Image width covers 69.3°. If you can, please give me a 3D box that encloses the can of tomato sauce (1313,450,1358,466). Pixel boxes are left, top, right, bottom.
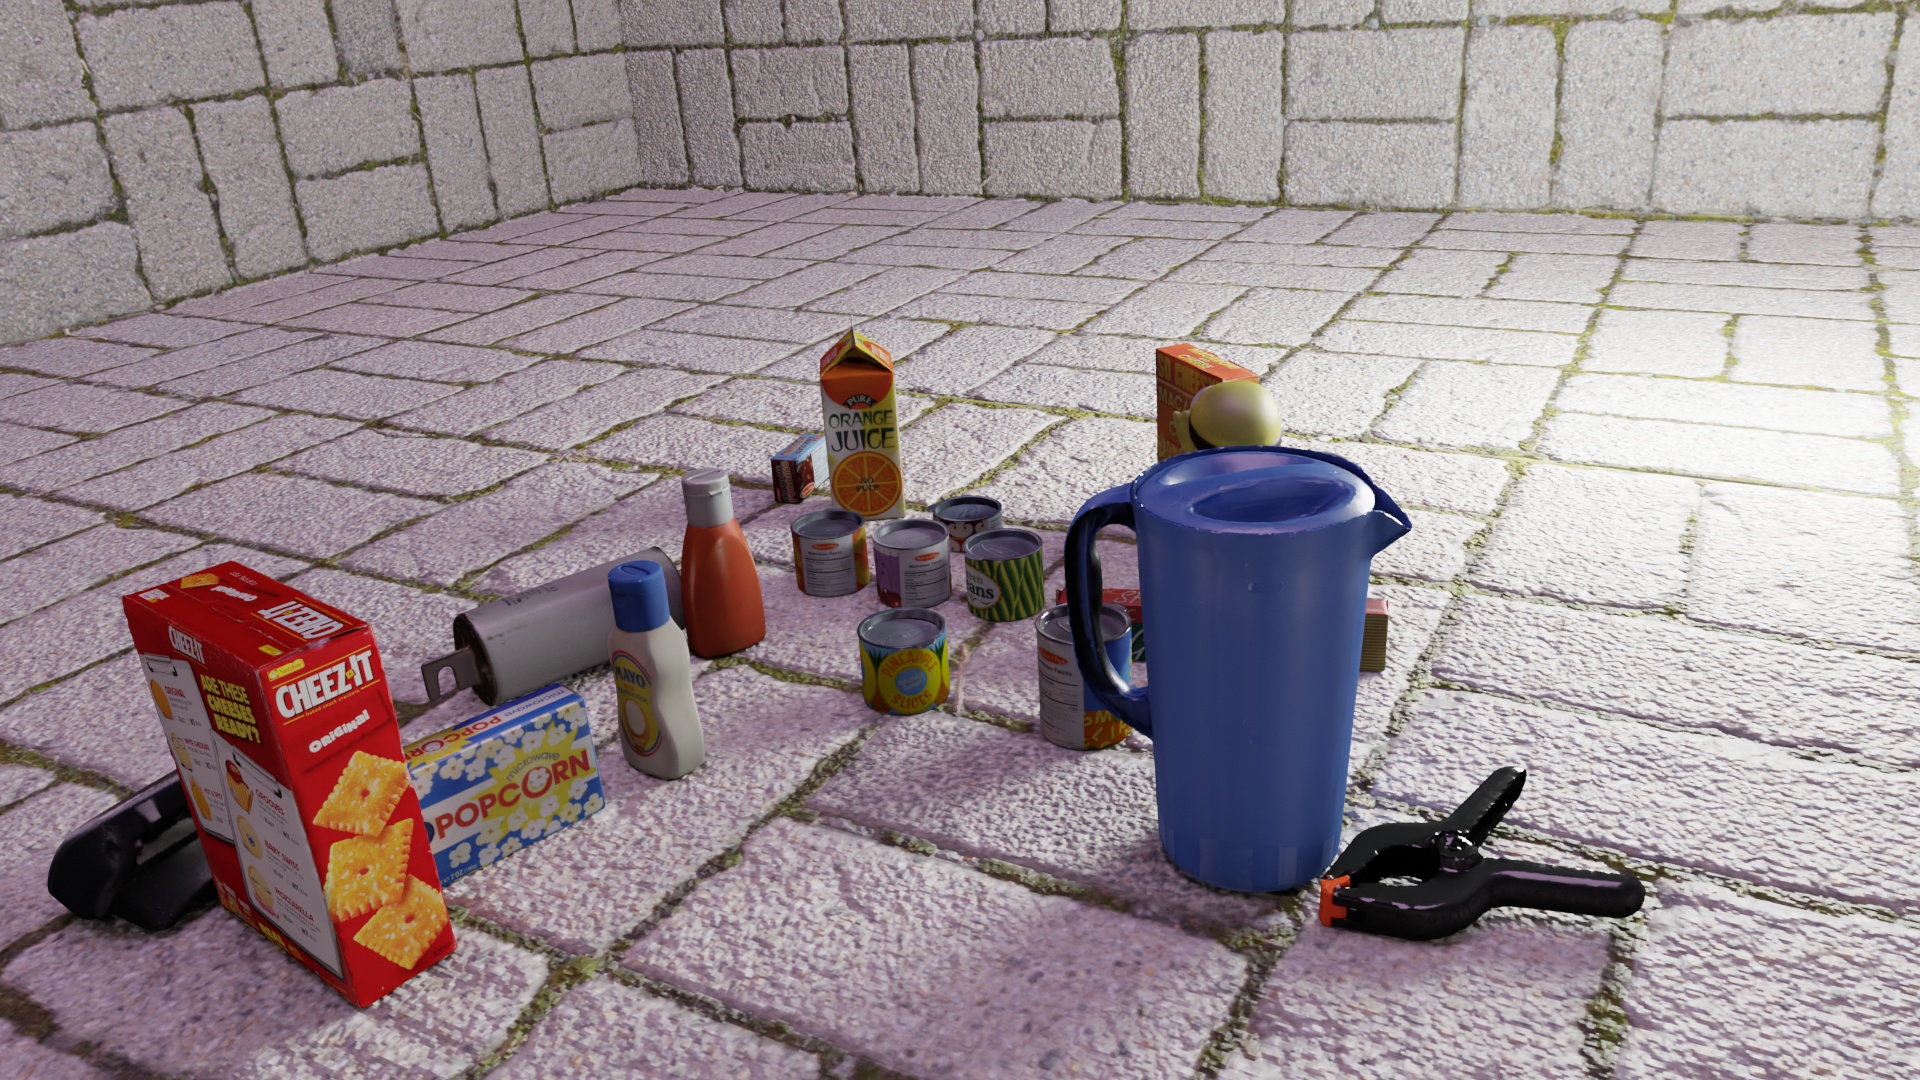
[{"bbox_3d":[0.312,-0.030,1.227,0.071,0.082,0.071,-3,23,1],"label":"can of tomato sauce"}]

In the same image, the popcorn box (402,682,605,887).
[{"bbox_3d":[-0.295,0.154,0.881,0.127,0.085,0.038,-23,29,-39],"label":"popcorn box"}]

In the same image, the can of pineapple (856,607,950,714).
[{"bbox_3d":[-0.041,0.090,1.030,0.071,0.057,0.071,-3,23,1],"label":"can of pineapple"}]

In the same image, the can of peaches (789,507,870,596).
[{"bbox_3d":[-0.114,0.010,1.230,0.071,0.057,0.071,-3,23,1],"label":"can of peaches"}]

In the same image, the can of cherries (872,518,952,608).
[{"bbox_3d":[-0.042,0.019,1.197,0.071,0.058,0.072,-3,23,1],"label":"can of cherries"}]

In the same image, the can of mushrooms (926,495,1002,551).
[{"bbox_3d":[0.005,-0.016,1.305,0.071,0.033,0.071,-3,23,1],"label":"can of mushrooms"}]

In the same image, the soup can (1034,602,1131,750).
[{"bbox_3d":[0.089,0.093,0.969,0.071,0.083,0.071,-3,23,1],"label":"soup can"}]

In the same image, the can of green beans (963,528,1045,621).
[{"bbox_3d":[0.037,0.028,1.163,0.071,0.057,0.071,-3,23,1],"label":"can of green beans"}]

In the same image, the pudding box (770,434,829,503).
[{"bbox_3d":[-0.166,-0.076,1.452,0.030,0.049,0.084,4,24,18],"label":"pudding box"}]

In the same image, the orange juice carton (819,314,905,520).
[{"bbox_3d":[-0.098,-0.120,1.363,0.073,0.191,0.072,-5,23,-3],"label":"orange juice carton"}]

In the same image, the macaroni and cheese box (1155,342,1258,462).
[{"bbox_3d":[0.223,-0.085,1.263,0.040,0.165,0.124,-11,24,-18],"label":"macaroni and cheese box"}]

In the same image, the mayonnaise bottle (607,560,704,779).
[{"bbox_3d":[-0.212,0.087,0.946,0.065,0.147,0.041,14,28,36],"label":"mayonnaise bottle"}]

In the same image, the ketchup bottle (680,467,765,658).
[{"bbox_3d":[-0.194,0.017,1.109,0.065,0.148,0.043,-18,27,-31],"label":"ketchup bottle"}]

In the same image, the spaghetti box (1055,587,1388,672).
[{"bbox_3d":[0.196,0.067,1.057,0.250,0.050,0.029,2,23,12],"label":"spaghetti box"}]
